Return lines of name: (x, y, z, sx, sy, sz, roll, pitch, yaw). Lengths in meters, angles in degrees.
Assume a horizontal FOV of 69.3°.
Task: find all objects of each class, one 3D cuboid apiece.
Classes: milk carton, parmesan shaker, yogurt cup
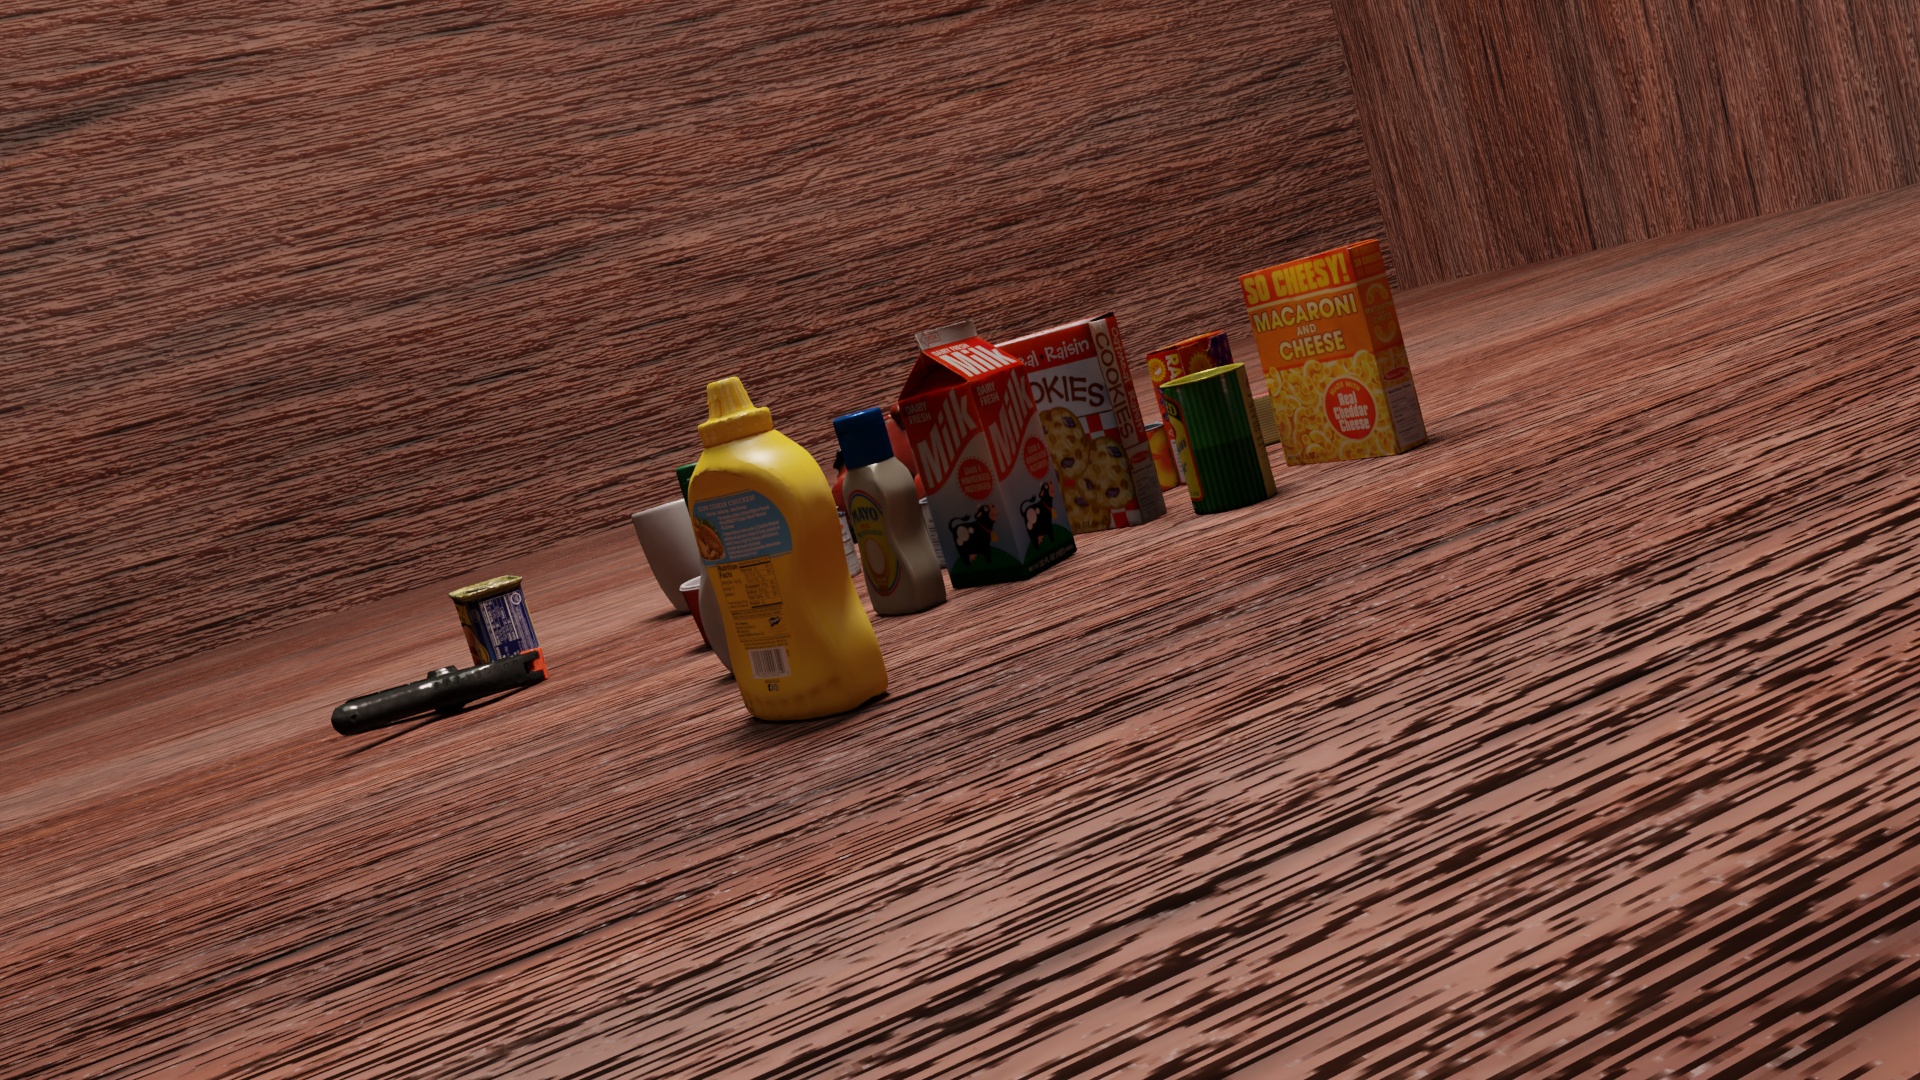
milk carton: (0.015, -0.067, 1.031, 0.073, 0.190, 0.072, -10, 9, 40)
parmesan shaker: (0.197, -0.077, 1.062, 0.071, 0.103, 0.071, -16, 7, 2)
yogurt cup: (-0.182, 0.051, 1.099, 0.072, 0.054, 0.072, -16, 8, 2)

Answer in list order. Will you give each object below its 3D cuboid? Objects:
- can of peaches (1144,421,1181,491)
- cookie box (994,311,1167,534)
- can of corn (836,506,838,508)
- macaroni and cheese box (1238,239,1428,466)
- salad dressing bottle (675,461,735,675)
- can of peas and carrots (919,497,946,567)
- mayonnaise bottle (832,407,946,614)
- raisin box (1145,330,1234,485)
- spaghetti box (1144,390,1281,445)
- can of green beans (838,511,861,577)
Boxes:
can of peaches: (0.160, -0.071, 1.259, 0.071, 0.058, 0.071, -16, 7, 2)
cookie box: (0.089, -0.090, 1.135, 0.122, 0.167, 0.040, -9, 10, 43)
can of corn: (-0.144, 0.004, 1.340, 0.071, 0.058, 0.071, -16, 7, 2)
macaroni and cheese box: (0.300, -0.149, 1.127, 0.040, 0.166, 0.123, -20, 8, -31)
salad dressing bottle: (-0.153, 0.017, 0.938, 0.064, 0.147, 0.044, -14, 7, 15)
can of peas and carrots: (0.004, -0.015, 1.173, 0.071, 0.058, 0.071, -16, 7, 2)
mayonnaise bottle: (-0.056, -0.021, 1.006, 0.041, 0.148, 0.064, -22, 9, -38)
raisin box: (0.218, -0.121, 1.253, 0.040, 0.123, 0.086, -9, 10, 44)
spaghetti box: (0.194, -0.091, 1.361, 0.250, 0.050, 0.029, -15, 7, 6)
can of green beans: (-0.129, 0.010, 1.269, 0.071, 0.057, 0.071, -16, 7, 2)
